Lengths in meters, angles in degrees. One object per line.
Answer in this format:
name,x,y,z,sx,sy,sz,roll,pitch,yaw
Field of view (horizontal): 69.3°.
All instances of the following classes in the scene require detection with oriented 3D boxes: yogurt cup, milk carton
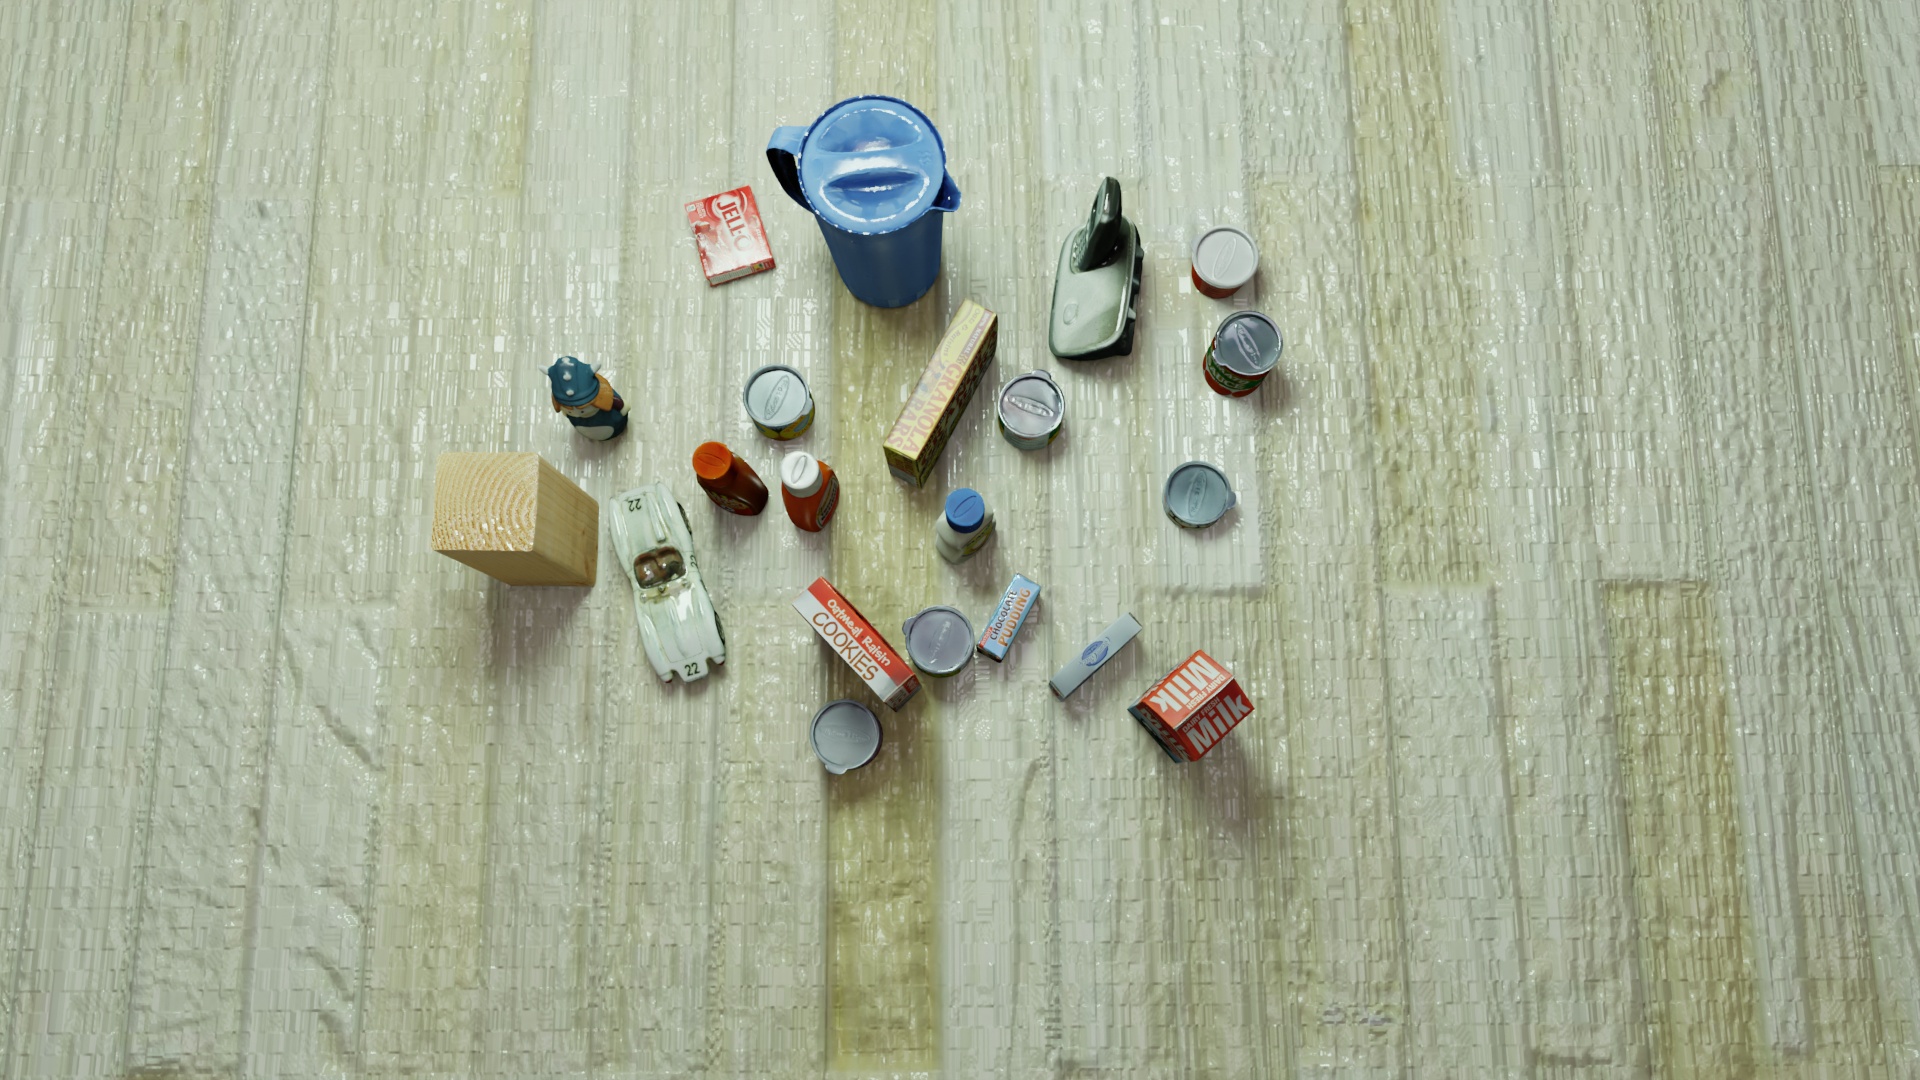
yogurt cup,0.268,-0.282,1.425,0.072,0.054,0.072,0,79,1
milk carton,0.210,0.153,1.271,0.072,0.190,0.073,-41,82,-6

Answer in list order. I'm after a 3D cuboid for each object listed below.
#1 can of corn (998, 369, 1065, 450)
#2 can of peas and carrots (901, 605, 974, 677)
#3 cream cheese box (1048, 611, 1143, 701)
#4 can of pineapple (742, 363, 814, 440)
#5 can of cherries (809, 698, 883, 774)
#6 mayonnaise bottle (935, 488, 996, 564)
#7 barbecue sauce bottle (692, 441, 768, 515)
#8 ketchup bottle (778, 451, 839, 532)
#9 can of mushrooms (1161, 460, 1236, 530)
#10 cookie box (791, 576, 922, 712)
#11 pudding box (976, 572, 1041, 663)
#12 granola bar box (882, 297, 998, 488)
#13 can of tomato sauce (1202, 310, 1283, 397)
can of corn,0.071,-0.130,1.395,0.071,0.058,0.071,0,79,1
can of peas and carrots,-0.022,0.098,1.351,0.071,0.058,0.071,0,79,1
cream cheese box,0.130,0.113,1.349,0.104,0.053,0.024,-41,82,-7
can of pineapple,-0.180,-0.137,1.398,0.071,0.057,0.071,0,79,1
can of cherries,-0.110,0.189,1.334,0.071,0.058,0.071,0,79,1
mayonnaise bottle,0.005,-0.017,1.327,0.065,0.148,0.041,-43,82,-7
barbecue sauce bottle,-0.226,-0.061,1.338,0.065,0.148,0.044,21,81,4
ketchup bottle,-0.147,-0.051,1.335,0.043,0.148,0.065,20,80,4
can of mushrooms,0.238,-0.044,1.389,0.071,0.033,0.071,0,79,0
cookie box,-0.093,0.099,1.296,0.040,0.167,0.123,-44,82,-7
pudding box,0.047,0.076,1.359,0.030,0.049,0.084,29,81,6
granola bar box,-0.017,-0.141,1.364,0.039,0.124,0.166,27,81,5
can of tomato sauce,0.280,-0.184,1.391,0.071,0.083,0.071,0,79,1
